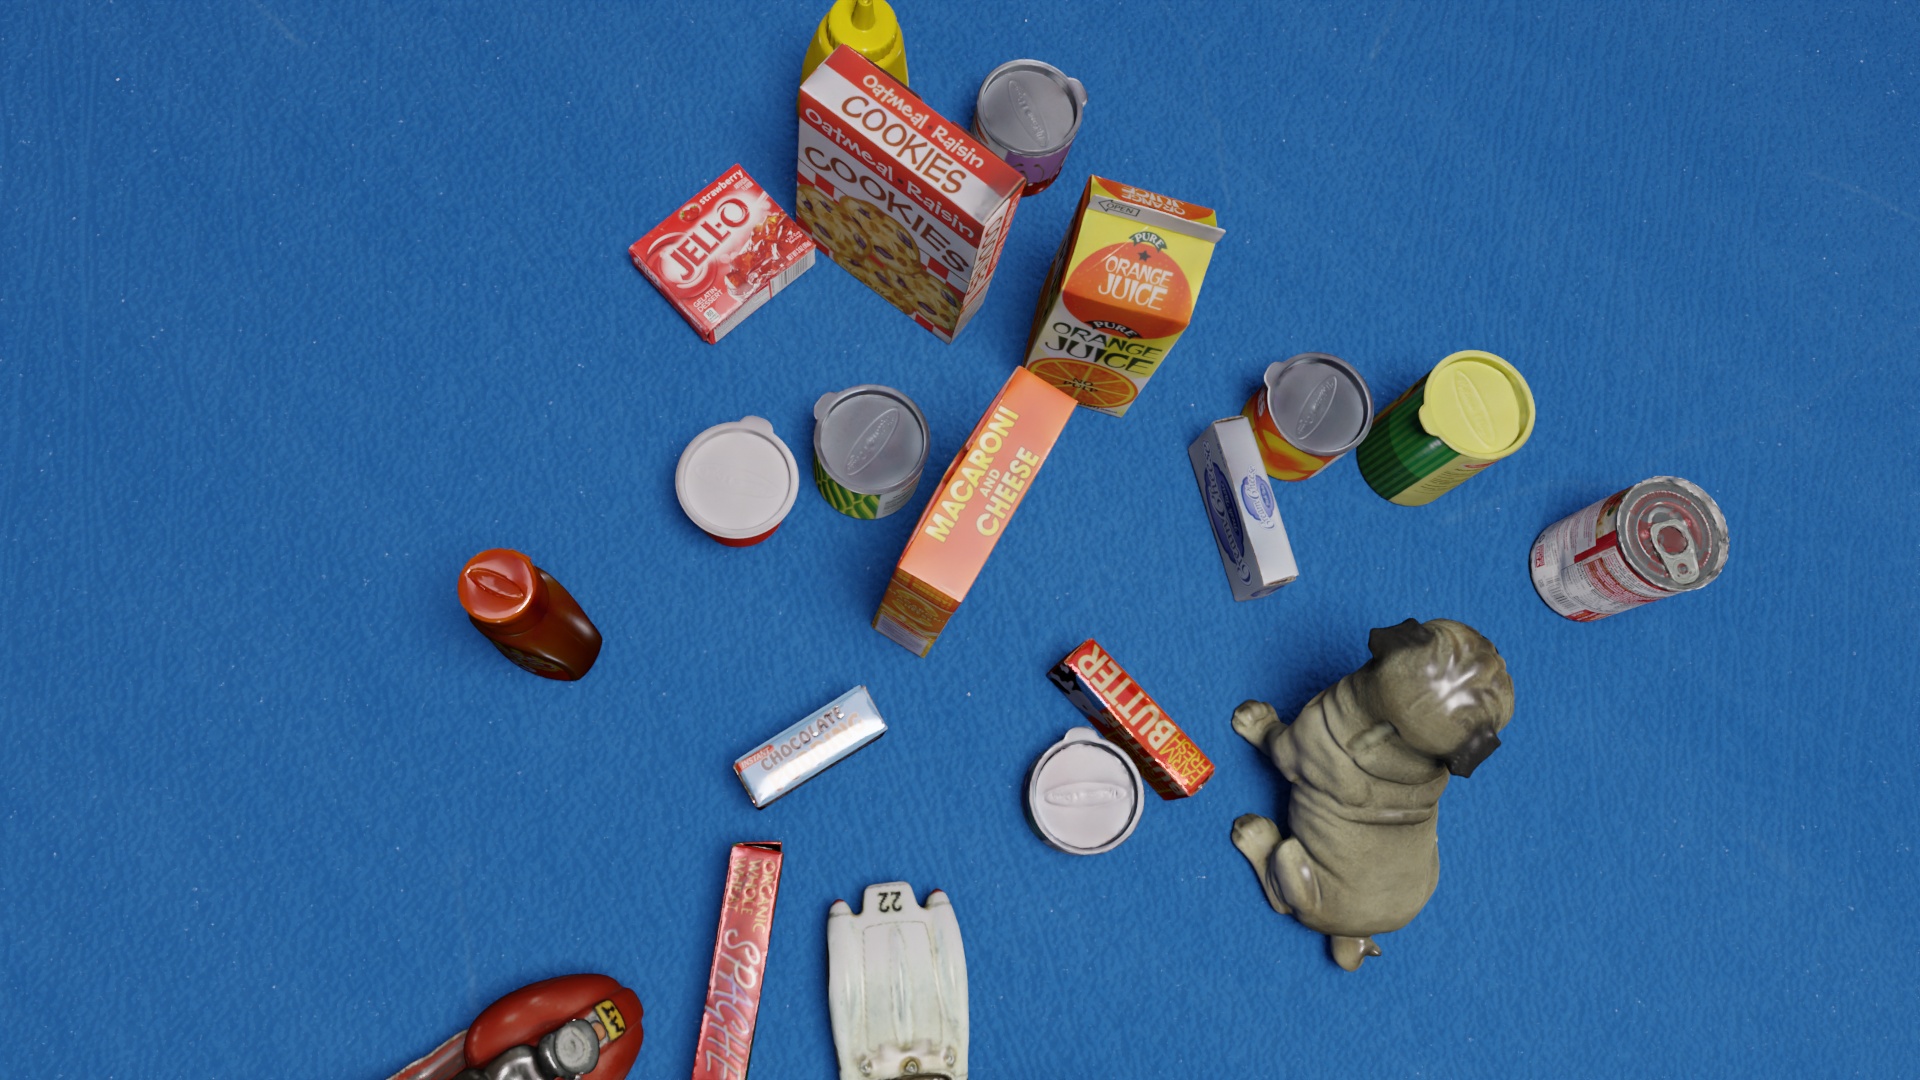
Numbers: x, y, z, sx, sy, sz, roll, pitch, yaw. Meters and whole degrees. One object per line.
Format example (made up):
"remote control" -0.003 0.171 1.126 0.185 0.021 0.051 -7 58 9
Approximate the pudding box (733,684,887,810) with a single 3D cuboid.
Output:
"pudding box" -0.083 0.115 0.770 0.084 0.049 0.030 -30 81 -14

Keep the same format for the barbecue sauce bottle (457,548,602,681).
"barbecue sauce bottle" -0.226 0.038 0.720 0.065 0.148 0.044 26 74 0

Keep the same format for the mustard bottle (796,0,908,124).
"mustard bottle" -0.062 -0.276 0.819 0.065 0.159 0.049 -21 79 -12

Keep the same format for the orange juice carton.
"orange juice carton" 0.088 -0.141 0.786 0.072 0.192 0.073 15 74 -3

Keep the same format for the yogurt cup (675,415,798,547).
"yogurt cup" -0.128 -0.028 0.800 0.072 0.053 0.072 2 75 -7

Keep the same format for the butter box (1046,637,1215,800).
"butter box" 0.097 0.103 0.795 0.024 0.053 0.103 -42 84 -15

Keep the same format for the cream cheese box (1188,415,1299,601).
"cream cheese box" 0.169 -0.018 0.837 0.024 0.053 0.104 -13 77 -10

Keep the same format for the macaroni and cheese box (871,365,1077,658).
"macaroni and cheese box" 0.003 -0.009 0.754 0.040 0.166 0.124 30 74 1

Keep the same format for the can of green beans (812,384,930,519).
"can of green beans" -0.053 -0.051 0.814 0.071 0.057 0.071 2 75 -7

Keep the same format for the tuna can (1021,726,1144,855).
"tuna can" 0.069 0.143 0.791 0.071 0.032 0.071 2 75 -7

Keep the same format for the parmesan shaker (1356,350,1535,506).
"parmesan shaker" 0.287 -0.065 0.839 0.071 0.103 0.071 2 75 -7

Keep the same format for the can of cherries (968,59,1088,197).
"can of cherries" 0.042 -0.260 0.881 0.071 0.058 0.071 2 75 -7

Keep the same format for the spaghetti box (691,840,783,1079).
"spaghetti box" -0.125 0.282 0.720 0.029 0.050 0.250 9 74 -5

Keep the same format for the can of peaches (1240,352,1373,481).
"can of peaches" 0.209 -0.076 0.855 0.071 0.058 0.071 2 75 -7

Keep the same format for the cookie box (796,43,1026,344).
"cookie box" -0.034 -0.192 0.797 0.123 0.167 0.040 37 74 3
